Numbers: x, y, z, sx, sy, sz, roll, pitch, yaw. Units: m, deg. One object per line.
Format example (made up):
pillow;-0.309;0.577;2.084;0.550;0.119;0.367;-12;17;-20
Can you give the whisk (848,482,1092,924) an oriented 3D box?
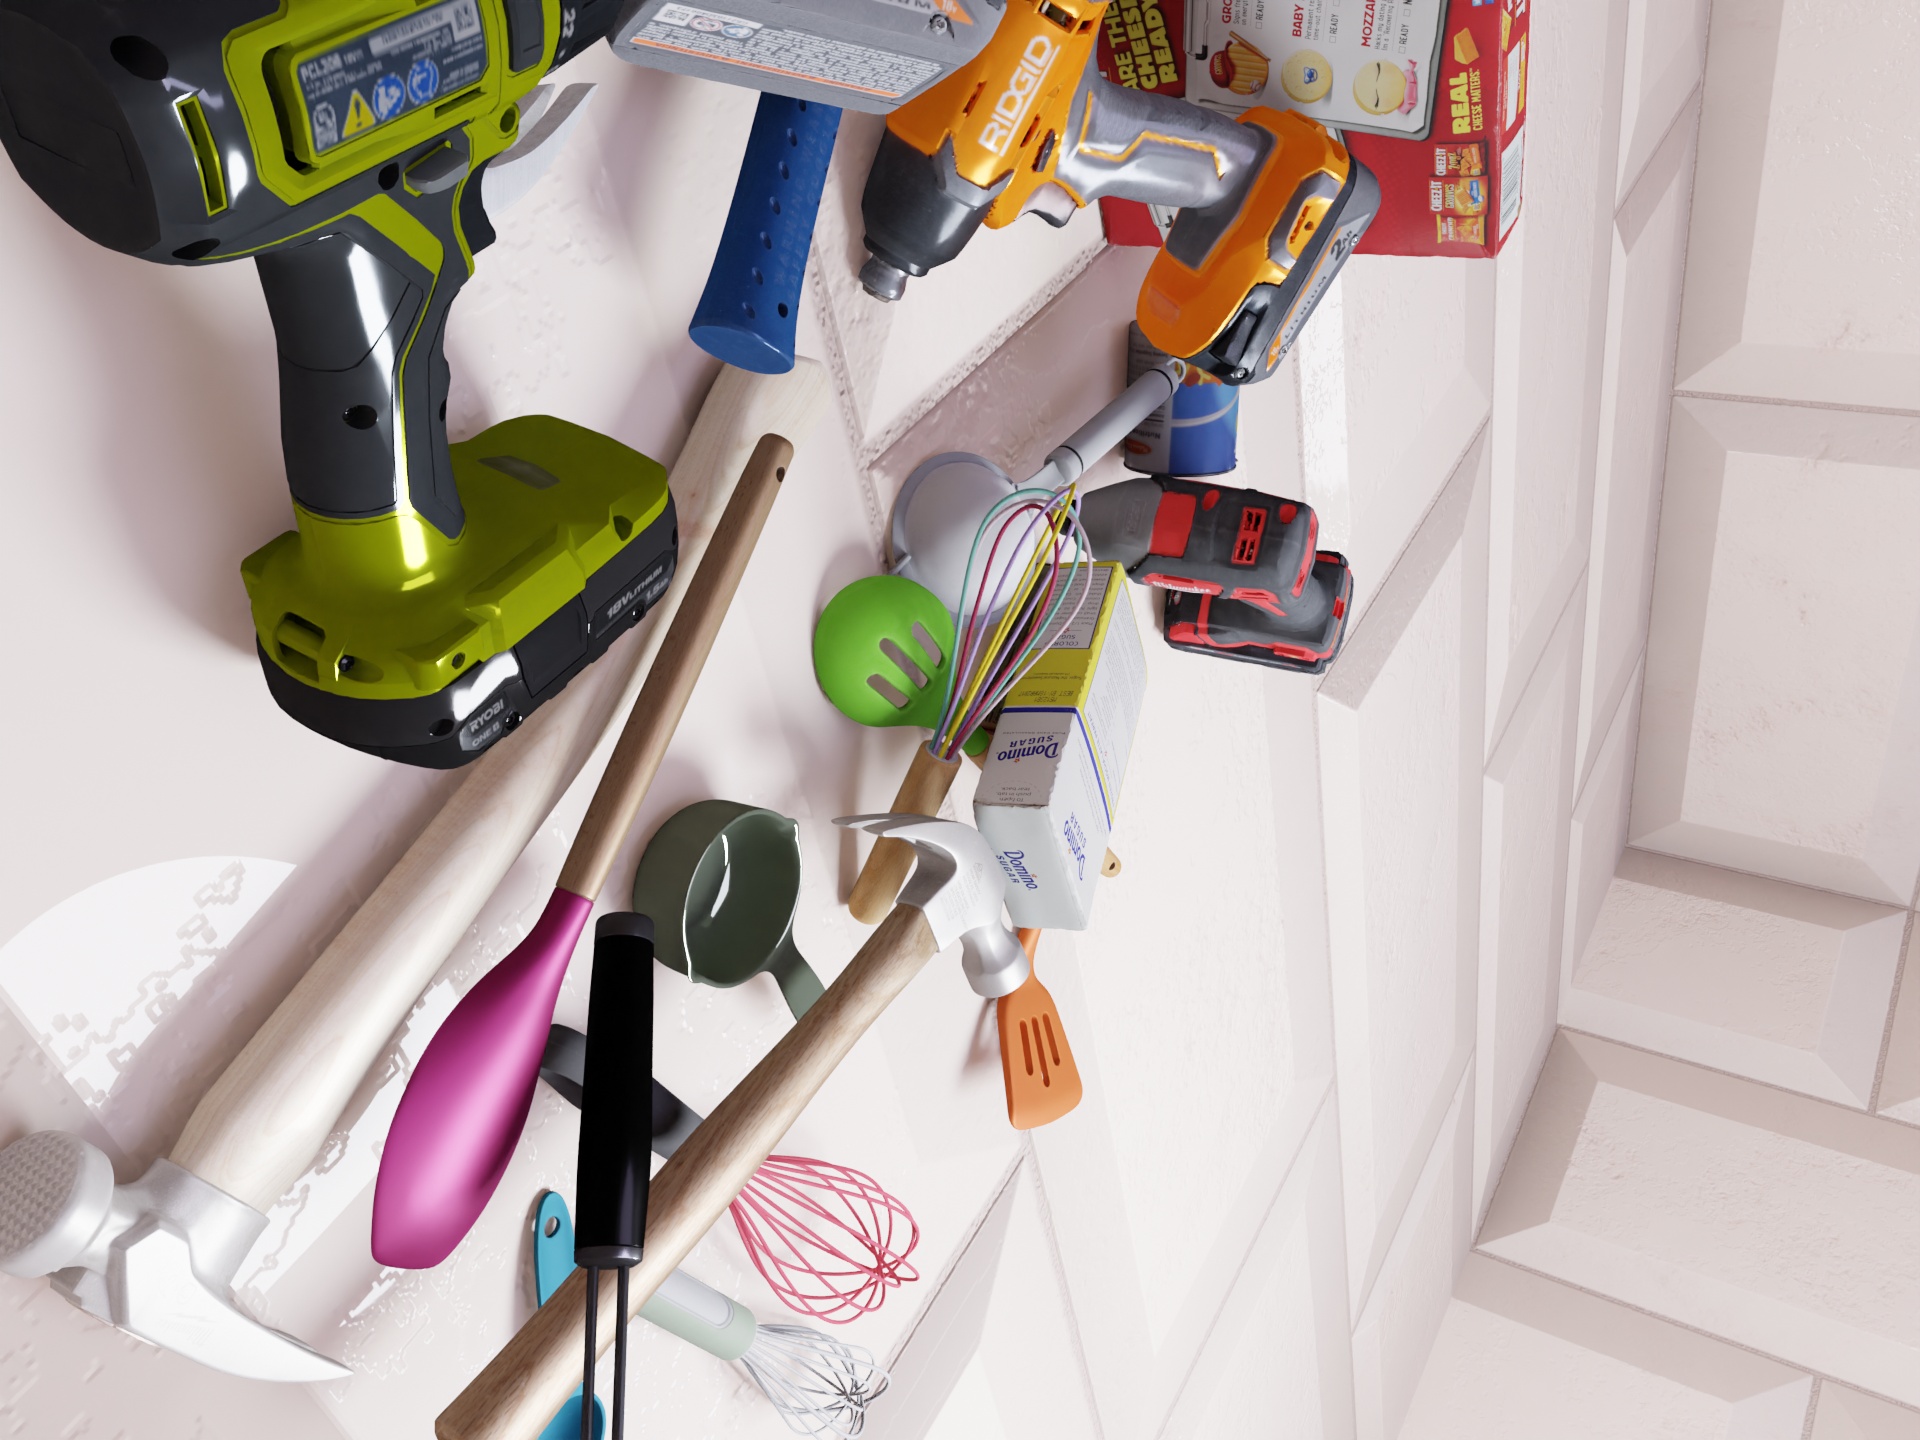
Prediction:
whisk;-0.002;-0.002;0.730;0.051;0.047;0.245;10;120;-29

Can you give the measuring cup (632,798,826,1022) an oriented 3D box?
measuring cup;-0.092;0.098;0.695;0.083;0.038;0.167;-58;147;-29

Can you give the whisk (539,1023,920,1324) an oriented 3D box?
whisk;-0.097;0.204;0.706;0.073;0.073;0.295;-63;142;-23

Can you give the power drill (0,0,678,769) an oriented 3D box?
power drill;-0.137;-0.117;0.434;0.191;0.080;0.228;-49;156;-39

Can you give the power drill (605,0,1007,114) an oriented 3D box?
power drill;-0.030;-0.323;0.512;0.185;0.084;0.226;0;92;-30

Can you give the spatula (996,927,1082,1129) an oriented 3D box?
spatula;0.060;0.076;0.936;0.081;0.041;0.322;0;101;-55

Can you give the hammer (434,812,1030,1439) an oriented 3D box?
hammer;-0.083;0.158;0.649;0.331;0.031;0.130;-46;128;-37

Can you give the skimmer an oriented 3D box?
skimmer;-0.131;0.250;0.542;0.127;0.090;0.364;9;62;-24

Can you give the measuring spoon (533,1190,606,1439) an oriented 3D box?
measuring spoon;-0.169;0.252;0.650;0.042;0.021;0.128;-12;103;-56

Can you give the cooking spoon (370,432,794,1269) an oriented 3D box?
cooking spoon;-0.125;0.038;0.562;0.319;0.017;0.068;-69;154;-14

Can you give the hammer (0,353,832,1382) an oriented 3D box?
hammer;-0.152;0.025;0.566;0.411;0.038;0.146;-60;147;-27

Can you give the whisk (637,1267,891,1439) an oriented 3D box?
whisk;-0.101;0.289;0.745;0.246;0.059;0.058;55;16;-47

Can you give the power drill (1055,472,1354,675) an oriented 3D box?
power drill;0.150;-0.090;0.937;0.219;0.143;0.078;20;83;-66

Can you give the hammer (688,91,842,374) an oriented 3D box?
hammer;-0.039;-0.329;0.591;0.144;0.035;0.405;26;74;-59

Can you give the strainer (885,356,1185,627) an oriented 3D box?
strainer;0.048;-0.127;0.807;0.258;0.050;0.086;-44;112;-36

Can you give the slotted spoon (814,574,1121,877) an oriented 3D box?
slotted spoon;0.021;0.021;0.829;0.070;0.031;0.313;-51;141;-4

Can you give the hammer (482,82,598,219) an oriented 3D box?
hammer;-0.151;-0.304;0.442;0.128;0.033;0.331;-10;110;-57

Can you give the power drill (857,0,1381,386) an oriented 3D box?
power drill;0.065;-0.234;0.715;0.226;0.084;0.164;16;115;-37
